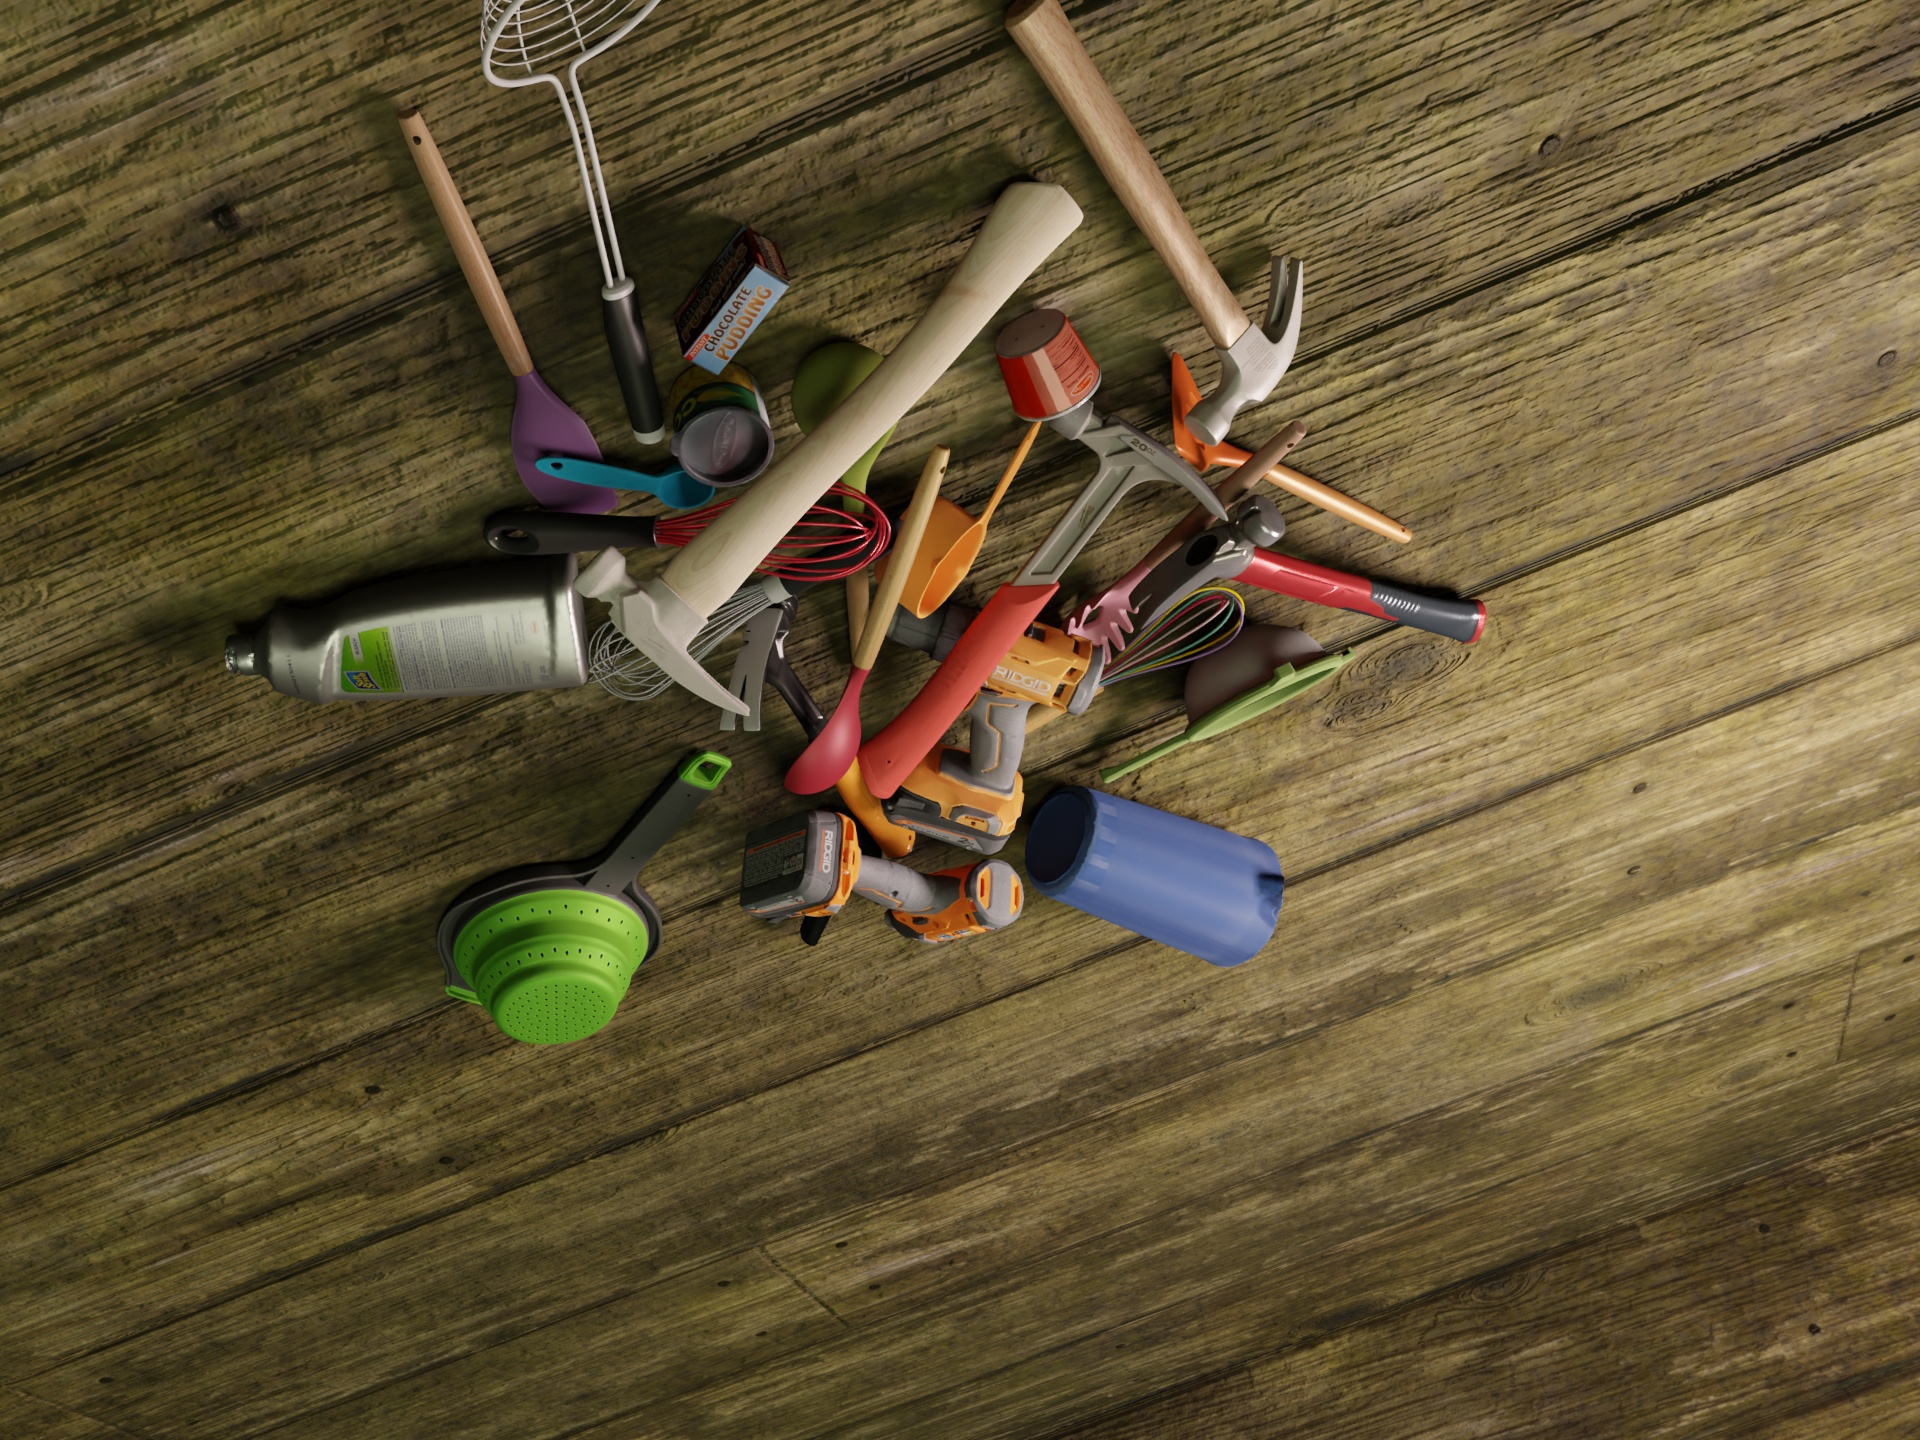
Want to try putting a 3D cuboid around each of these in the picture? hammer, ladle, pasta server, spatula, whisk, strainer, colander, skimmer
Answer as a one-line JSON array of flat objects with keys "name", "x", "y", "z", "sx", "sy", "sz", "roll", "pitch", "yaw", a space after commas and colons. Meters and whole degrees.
[{"name": "hammer", "x": 0.040, "y": -0.071, "z": 1.221, "sx": 0.149, "sy": 0.037, "sz": 0.359, "roll": 33, "pitch": 114, "yaw": -10}, {"name": "hammer", "x": 0.131, "y": -0.339, "z": 1.053, "sx": 0.130, "sy": 0.031, "sz": 0.331, "roll": -49, "pitch": 128, "yaw": -6}, {"name": "ladle", "x": -0.065, "y": -0.064, "z": 1.178, "sx": 0.069, "sy": 0.031, "sz": 0.315, "roll": -19, "pitch": 140, "yaw": -49}, {"name": "ladle", "x": -0.081, "y": -0.148, "z": 1.208, "sx": 0.078, "sy": 0.062, "sz": 0.319, "roll": -7, "pitch": 144, "yaw": -7}, {"name": "pasta server", "x": 0.167, "y": -0.131, "z": 1.246, "sx": 0.060, "sy": 0.040, "sz": 0.316, "roll": 2, "pitch": 152, "yaw": -32}, {"name": "spatula", "x": -0.298, "y": -0.249, "z": 1.039, "sx": 0.060, "sy": 0.018, "sz": 0.315, "roll": -14, "pitch": 138, "yaw": -1}, {"name": "hammer", "x": 0.311, "y": -0.099, "z": 1.328, "sx": 0.386, "sy": 0.038, "sz": 0.143, "roll": 8, "pitch": 145, "yaw": -42}, {"name": "whisk", "x": -0.196, "y": -0.135, "z": 1.130, "sx": 0.296, "sy": 0.073, "sz": 0.073, "roll": 0, "pitch": 137, "yaw": 6}, {"name": "whisk", "x": 0.135, "y": -0.049, "z": 1.376, "sx": 0.245, "sy": 0.051, "sz": 0.047, "roll": -30, "pitch": 146, "yaw": 21}, {"name": "strainer", "x": 0.214, "y": -0.022, "z": 1.417, "sx": 0.256, "sy": 0.069, "sz": 0.151, "roll": -30, "pitch": 170, "yaw": 35}, {"name": "colander", "x": -0.322, "y": 0.179, "z": 1.421, "sx": 0.204, "sy": 0.095, "sz": 0.397, "roll": 23, "pitch": 124, "yaw": -35}, {"name": "hammer", "x": -0.107, "y": 0.034, "z": 1.341, "sx": 0.034, "sy": 0.127, "sz": 0.336, "roll": 0, "pitch": 148, "yaw": 21}, {"name": "whisk", "x": -0.164, "y": -0.089, "z": 1.197, "sx": 0.284, "sy": 0.070, "sz": 0.070, "roll": -24, "pitch": 138, "yaw": 18}, {"name": "spatula", "x": 0.264, "y": -0.195, "z": 1.259, "sx": 0.322, "sy": 0.081, "sz": 0.041, "roll": 16, "pitch": 157, "yaw": -37}, {"name": "hammer", "x": -0.065, "y": -0.189, "z": 1.059, "sx": 0.146, "sy": 0.038, "sz": 0.410, "roll": 44, "pitch": 93, "yaw": -12}, {"name": "skimmer", "x": -0.203, "y": -0.302, "z": 0.961, "sx": 0.127, "sy": 0.090, "sz": 0.362, "roll": -37, "pitch": 147, "yaw": -26}]

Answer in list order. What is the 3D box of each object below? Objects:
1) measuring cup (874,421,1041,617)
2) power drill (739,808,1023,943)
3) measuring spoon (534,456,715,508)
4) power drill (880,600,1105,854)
[{"name": "measuring cup", "x": -0.004, "y": -0.163, "z": 1.200, "sx": 0.173, "sy": 0.052, "sz": 0.095, "roll": -58, "pitch": 170, "yaw": 9}, {"name": "power drill", "x": -0.079, "y": 0.150, "z": 1.412, "sx": 0.226, "sy": 0.084, "sz": 0.164, "roll": 18, "pitch": 155, "yaw": -34}, {"name": "measuring spoon", "x": -0.237, "y": -0.178, "z": 1.127, "sx": 0.128, "sy": 0.021, "sz": 0.042, "roll": 7, "pitch": 144, "yaw": -27}, {"name": "power drill", "x": -0.002, "y": -0.004, "z": 1.334, "sx": 0.185, "sy": 0.084, "sz": 0.226, "roll": 19, "pitch": 130, "yaw": -7}]
